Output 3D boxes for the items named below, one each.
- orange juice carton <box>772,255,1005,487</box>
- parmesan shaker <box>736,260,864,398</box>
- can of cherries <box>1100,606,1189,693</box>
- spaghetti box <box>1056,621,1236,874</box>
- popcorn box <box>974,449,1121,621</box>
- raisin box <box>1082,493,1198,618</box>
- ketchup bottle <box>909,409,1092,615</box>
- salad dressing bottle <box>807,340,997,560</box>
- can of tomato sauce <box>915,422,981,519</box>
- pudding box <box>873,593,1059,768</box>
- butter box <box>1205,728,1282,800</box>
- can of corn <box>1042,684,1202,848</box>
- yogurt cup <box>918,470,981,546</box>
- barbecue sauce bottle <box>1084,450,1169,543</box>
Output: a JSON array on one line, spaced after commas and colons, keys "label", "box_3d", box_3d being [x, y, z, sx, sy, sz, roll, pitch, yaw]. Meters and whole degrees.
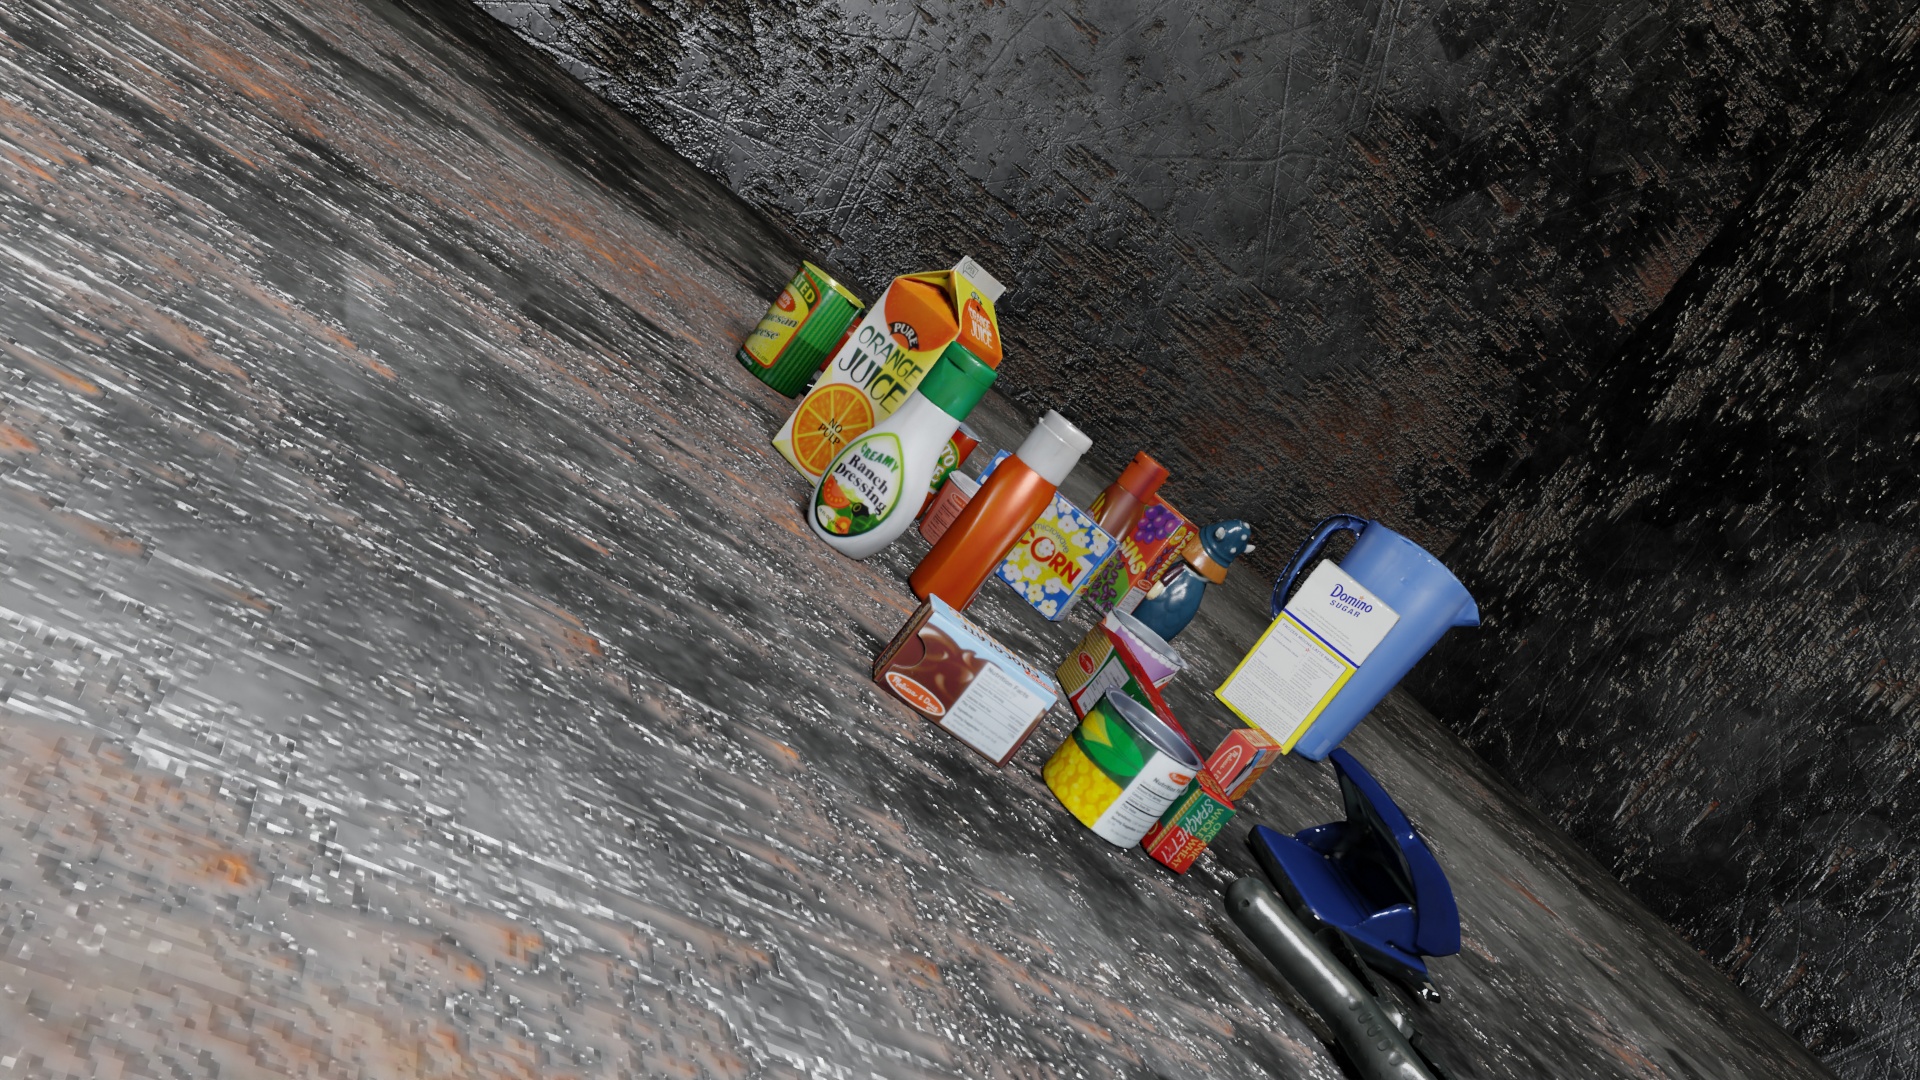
[{"label": "orange juice carton", "box_3d": [-0.040, -0.116, 0.997, 0.073, 0.192, 0.072, 43, 10, 27]}, {"label": "parmesan shaker", "box_3d": [-0.139, -0.182, 1.212, 0.071, 0.103, 0.071, 37, 9, -7]}, {"label": "can of cherries", "box_3d": [0.121, 0.093, 1.013, 0.071, 0.058, 0.071, 37, 9, -7]}, {"label": "spaghetti box", "box_3d": [0.108, 0.120, 0.863, 0.028, 0.050, 0.251, 35, 10, -17]}, {"label": "popcorn box", "box_3d": [0.060, -0.004, 1.162, 0.127, 0.085, 0.038, 41, 9, 15]}, {"label": "raisin box", "box_3d": [0.160, 0.008, 1.361, 0.086, 0.123, 0.040, 45, 11, 35]}, {"label": "ketchup bottle", "box_3d": [0.026, -0.018, 0.913, 0.043, 0.148, 0.065, 37, 9, -7]}, {"label": "salad dressing bottle", "box_3d": [-0.036, -0.057, 0.871, 0.064, 0.147, 0.044, 42, 10, 22]}, {"label": "can of tomato sauce", "box_3d": [-0.034, -0.069, 1.126, 0.071, 0.083, 0.071, 37, 9, -7]}, {"label": "pudding box", "box_3d": [0.003, 0.071, 0.706, 0.083, 0.049, 0.030, 36, 9, -14]}, {"label": "butter box", "box_3d": [0.196, 0.160, 0.989, 0.024, 0.053, 0.103, 42, 10, 22]}, {"label": "can of corn", "box_3d": [0.085, 0.121, 0.749, 0.071, 0.058, 0.071, 37, 9, -7]}, {"label": "yogurt cup", "box_3d": [0.004, -0.014, 1.097, 0.072, 0.054, 0.072, 37, 9, -7]}, {"label": "barbecue sauce bottle", "box_3d": [0.140, -0.017, 1.324, 0.043, 0.148, 0.065, 35, 9, -18]}]
